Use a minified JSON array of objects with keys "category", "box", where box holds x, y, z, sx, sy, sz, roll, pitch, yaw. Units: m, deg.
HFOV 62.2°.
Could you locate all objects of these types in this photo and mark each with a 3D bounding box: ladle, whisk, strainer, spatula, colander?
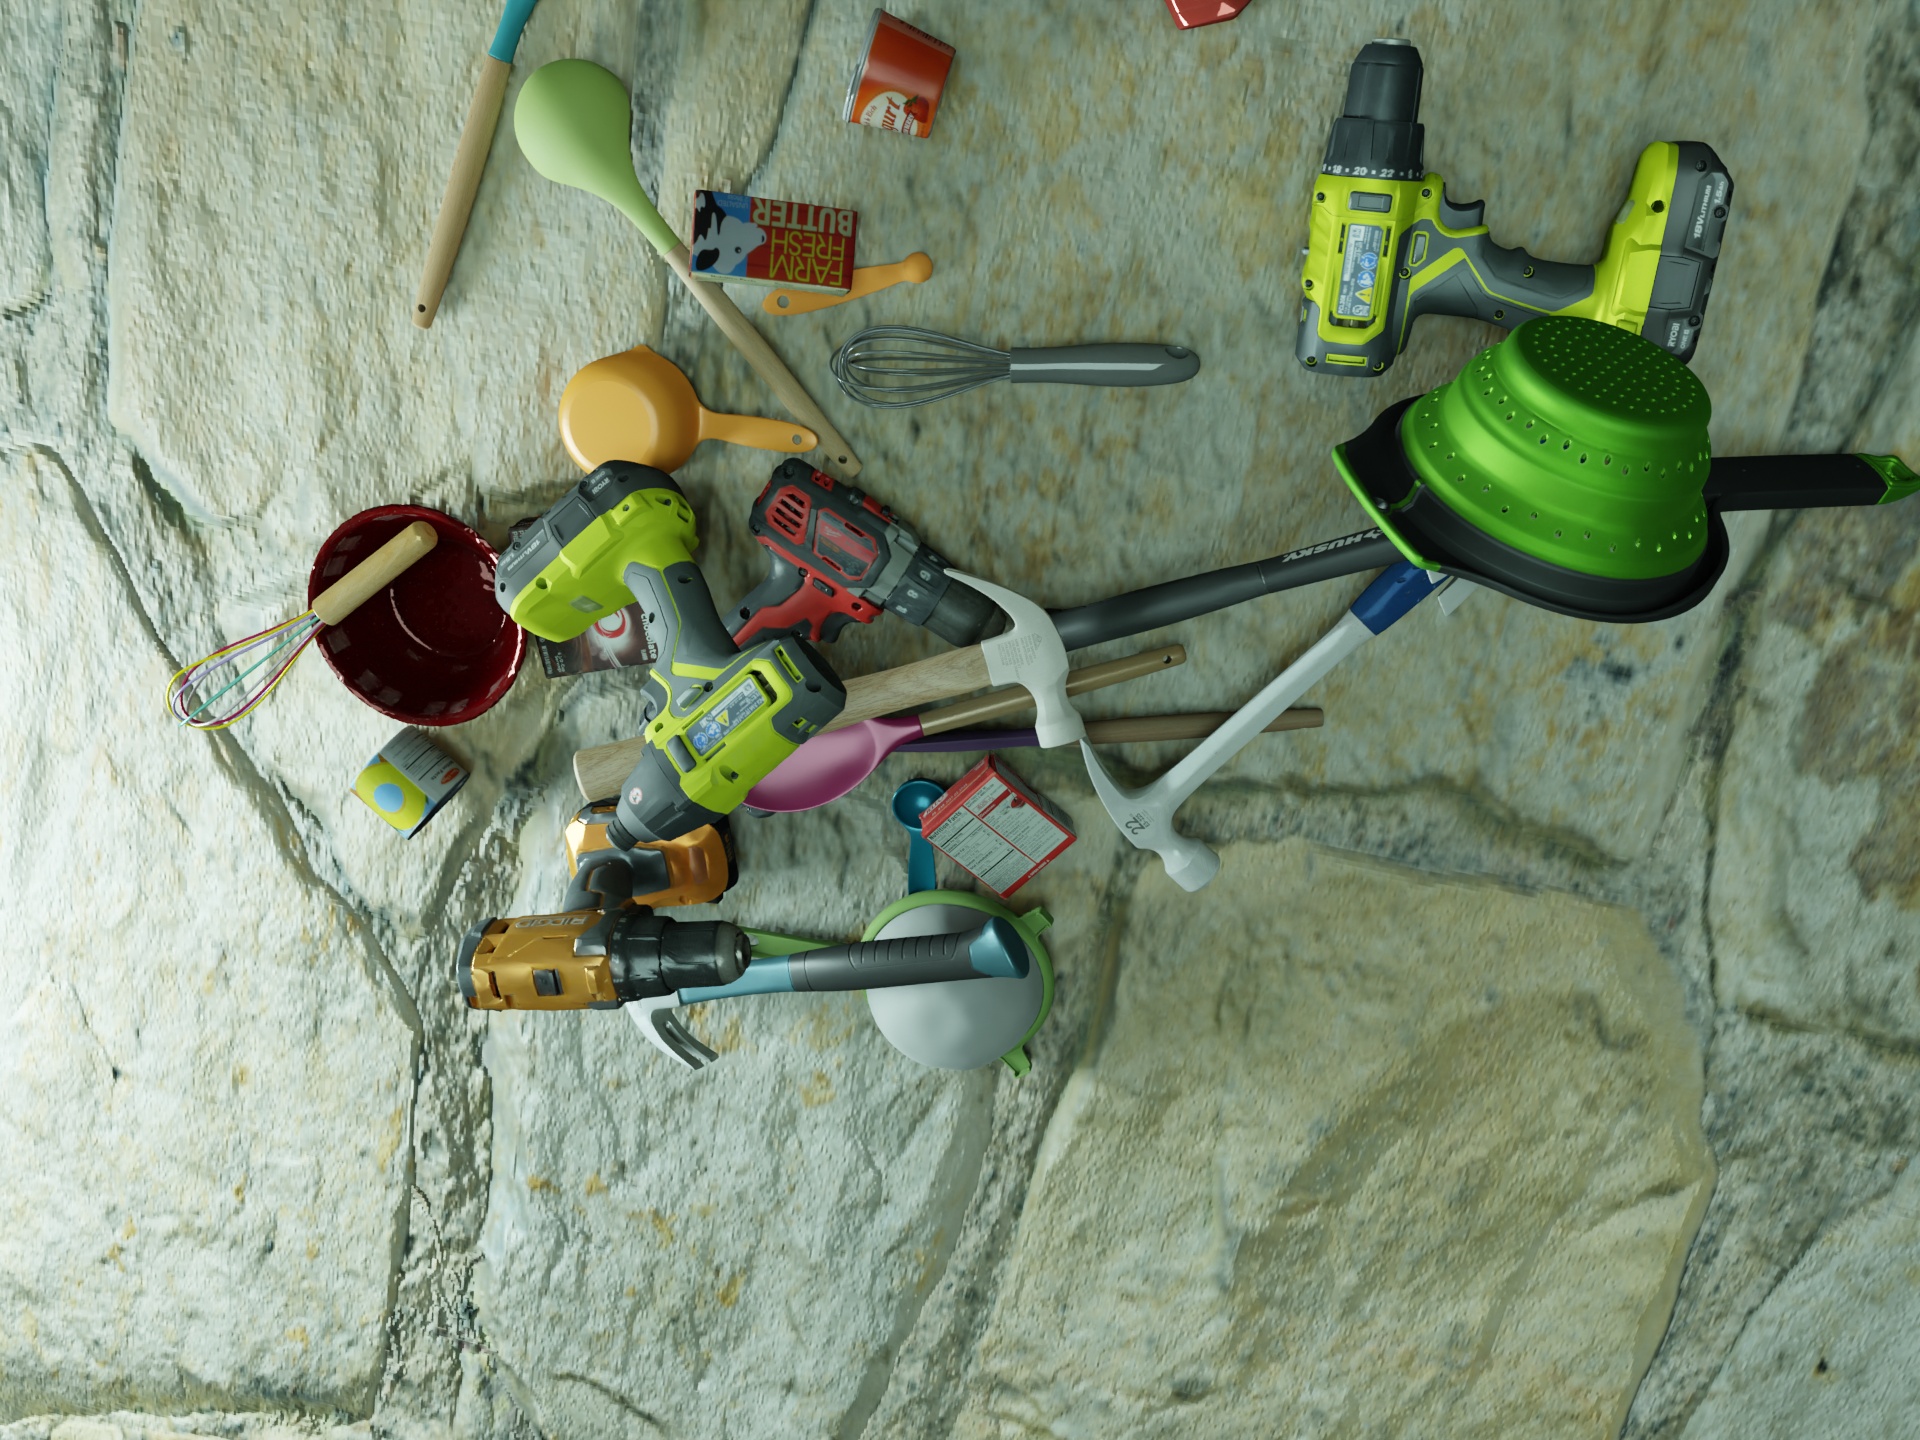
[{"category":"ladle","box":[-0.169,-0.288,1.040,0.078,0.062,0.320,-36,108,13]},{"category":"whisk","box":[-0.457,-0.064,1.097,0.245,0.051,0.047,-33,96,15]},{"category":"whisk","box":[0.034,-0.228,1.025,0.239,0.055,0.055,0,110,4]},{"category":"strainer","box":[-0.061,0.195,1.172,0.256,0.069,0.151,9,116,5]},{"category":"spatula","box":[-0.307,-0.397,1.013,0.082,0.044,0.317,26,112,2]},{"category":"spatula","box":[0.092,0.009,1.104,0.316,0.060,0.018,-4,88,5]},{"category":"colander","box":[0.408,-0.160,0.890,0.397,0.205,0.094,-5,137,-21]}]

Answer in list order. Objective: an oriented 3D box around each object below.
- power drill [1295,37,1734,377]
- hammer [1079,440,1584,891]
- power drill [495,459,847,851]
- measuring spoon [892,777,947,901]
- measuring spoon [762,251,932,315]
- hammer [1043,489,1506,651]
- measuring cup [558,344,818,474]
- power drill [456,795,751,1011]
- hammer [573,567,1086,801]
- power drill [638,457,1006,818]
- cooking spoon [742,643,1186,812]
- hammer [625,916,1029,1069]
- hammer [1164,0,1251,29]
[{"category":"power drill","box":[0.322,-0.295,0.942,0.228,0.080,0.190,8,112,8]},{"category":"hammer","box":[0.251,-0.061,1.039,0.144,0.035,0.405,42,106,-17]},{"category":"power drill","box":[-0.195,-0.040,1.006,0.171,0.080,0.223,-40,65,7]},{"category":"measuring spoon","box":[-0.028,0.095,1.169,0.042,0.021,0.128,2,119,3]},{"category":"measuring spoon","box":[-0.075,-0.283,1.037,0.117,0.011,0.021,-11,108,12]},{"category":"hammer","box":[0.177,-0.084,0.993,0.335,0.146,0.035,-14,115,33]},{"category":"measuring cup","box":[-0.184,-0.193,1.054,0.173,0.052,0.095,10,110,13]},{"category":"power drill","box":[-0.215,0.124,1.090,0.185,0.226,0.084,-4,109,10]},{"category":"hammer","box":[-0.093,-0.009,1.041,0.331,0.031,0.130,-15,96,3]},{"category":"power drill","box":[-0.096,-0.044,1.095,0.188,0.080,0.226,32,107,-10]},{"category":"cooking spoon","box":[-0.002,-0.003,1.072,0.319,0.017,0.068,-15,98,-1]},{"category":"hammer","box":[-0.107,0.179,1.146,0.331,0.033,0.128,-10,92,25]},{"category":"hammer","box":[0.045,-0.549,0.911,0.359,0.037,0.149,44,110,-8]}]
